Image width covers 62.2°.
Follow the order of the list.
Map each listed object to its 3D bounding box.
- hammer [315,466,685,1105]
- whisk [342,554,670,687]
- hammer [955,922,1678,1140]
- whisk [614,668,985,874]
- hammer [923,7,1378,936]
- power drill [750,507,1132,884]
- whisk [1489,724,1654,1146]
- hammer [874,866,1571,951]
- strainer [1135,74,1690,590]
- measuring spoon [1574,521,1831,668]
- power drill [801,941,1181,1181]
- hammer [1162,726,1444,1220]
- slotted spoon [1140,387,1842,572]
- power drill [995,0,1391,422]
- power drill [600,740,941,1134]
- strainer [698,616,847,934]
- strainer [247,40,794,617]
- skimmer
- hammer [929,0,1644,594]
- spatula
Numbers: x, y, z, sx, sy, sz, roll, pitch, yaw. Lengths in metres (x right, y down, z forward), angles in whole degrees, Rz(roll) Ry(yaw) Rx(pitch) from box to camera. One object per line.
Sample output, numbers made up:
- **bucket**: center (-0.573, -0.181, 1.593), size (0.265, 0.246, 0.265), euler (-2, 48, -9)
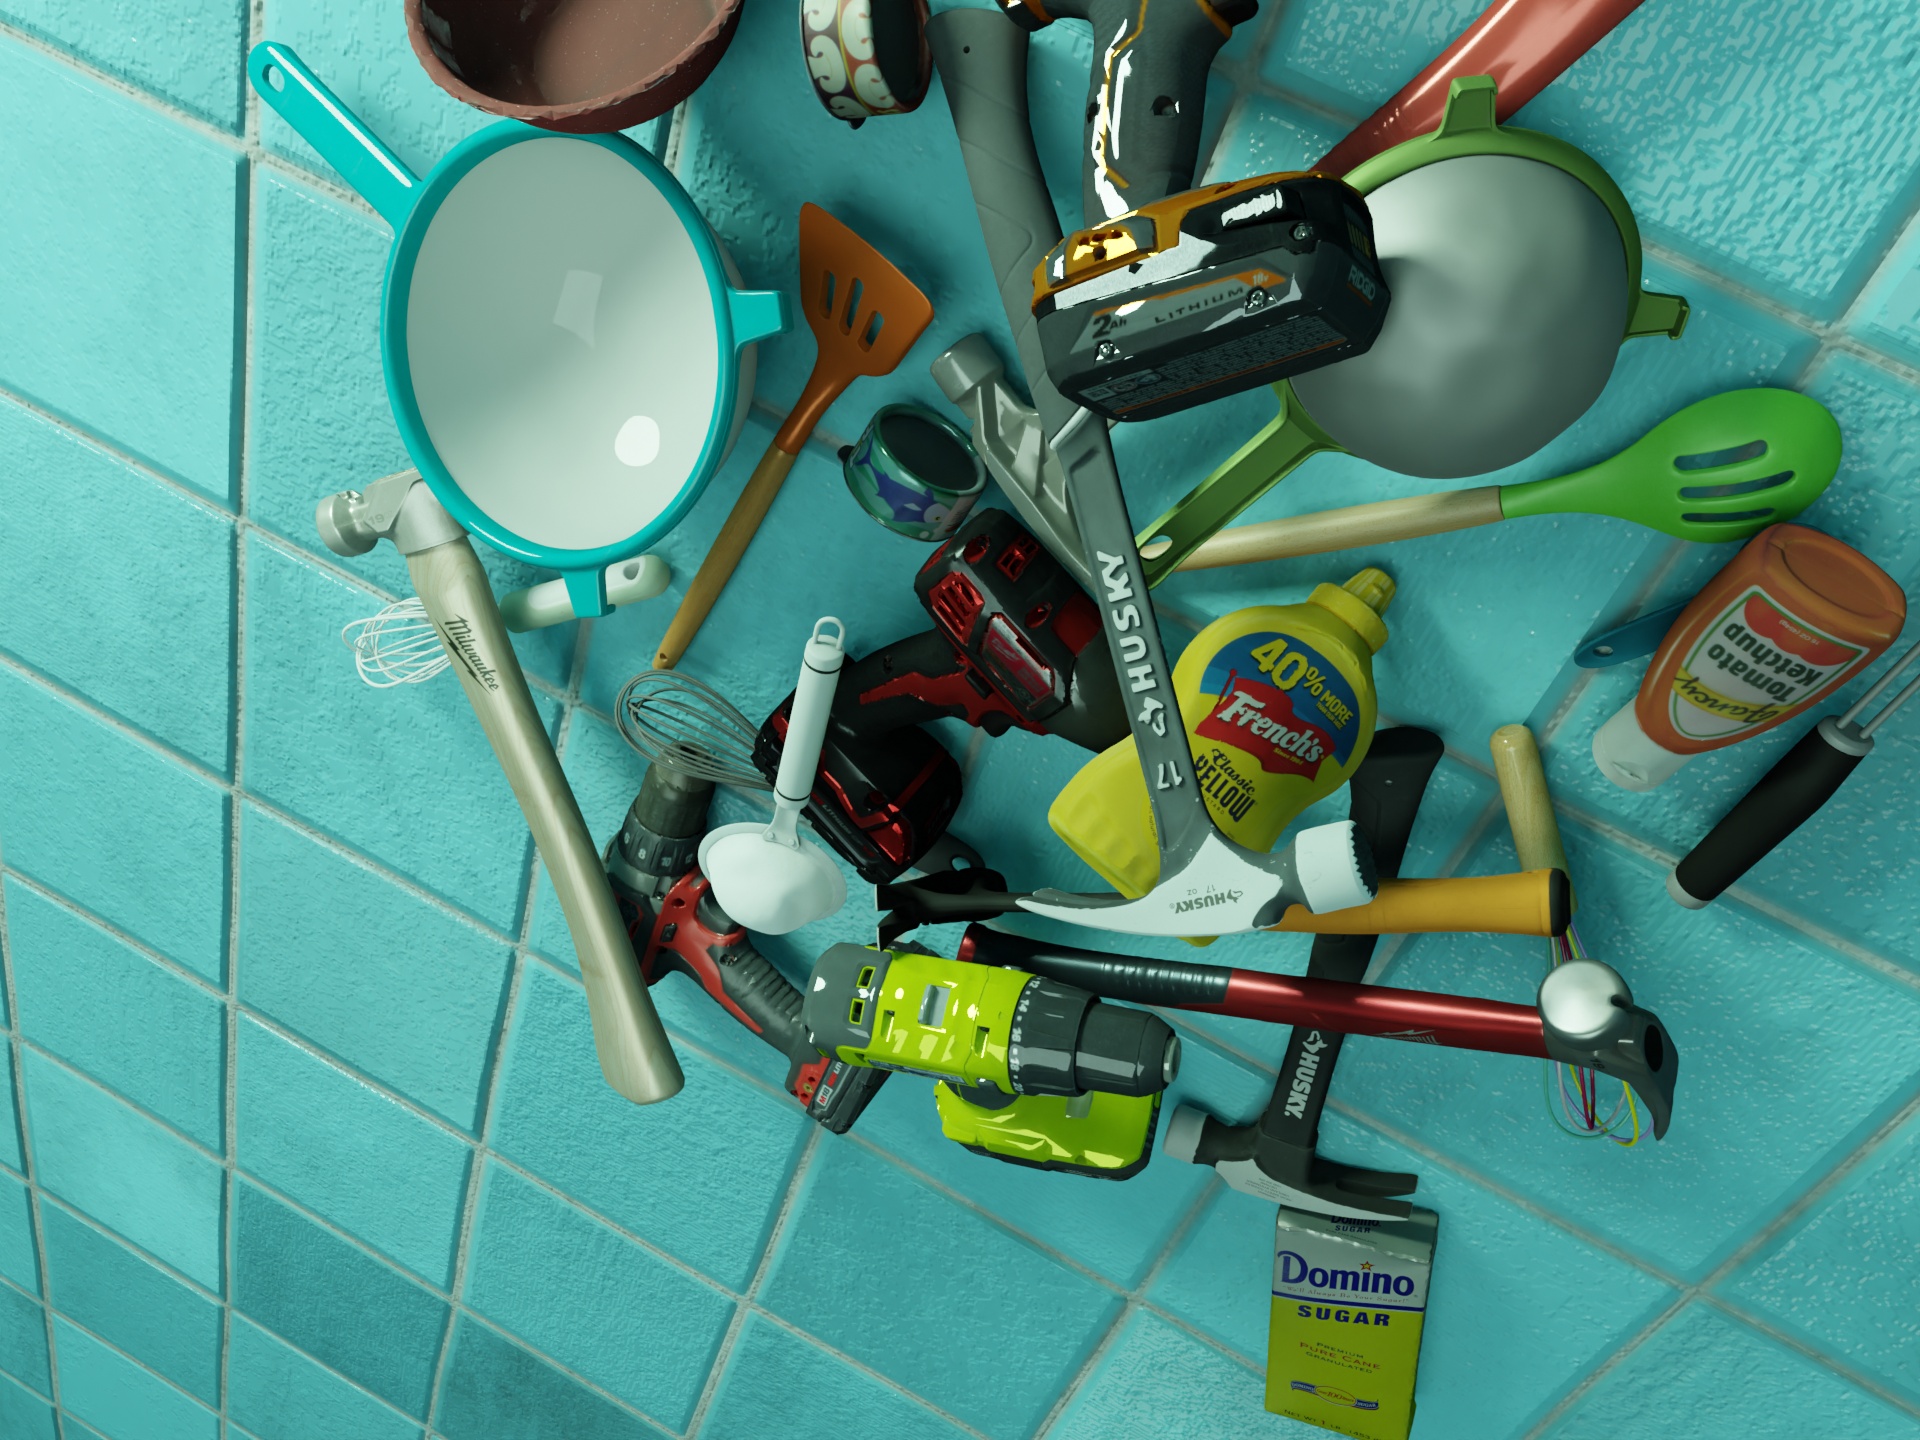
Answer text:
- **hammer**: center (-0.240, 0.045, 0.945), size (0.146, 0.038, 0.410), euler (-12, 107, 21)
- **whisk**: center (-0.276, -0.063, 0.957), size (0.246, 0.058, 0.059), euler (-11, 149, 26)
- **hammer**: center (0.162, 0.149, 0.827), size (0.386, 0.038, 0.143), euler (1, 151, 38)
- **whisk**: center (-0.092, 0.036, 0.929), size (0.239, 0.055, 0.055), euler (27, 128, -1)
- **hammer**: center (0.050, -0.106, 0.675), size (0.149, 0.036, 0.409), euler (-16, 87, 25)
- **power drill**: center (-0.001, -0.003, 0.819), size (0.143, 0.078, 0.219), euler (46, 137, -8)
- **whisk**: center (0.300, 0.113, 0.798), size (0.051, 0.047, 0.244), euler (-14, 109, 19)
- **hammer**: center (0.124, 0.092, 0.793), size (0.337, 0.127, 0.034), euler (-3, 89, 25)
- **strainer**: center (0.161, -0.118, 0.647), size (0.151, 0.069, 0.256), euler (33, 123, -28)
- **measuring spoon**: center (0.319, -0.054, 0.687), size (0.042, 0.021, 0.128), euler (31, 148, -18)
- **power drill**: center (0.039, 0.190, 0.872), size (0.190, 0.080, 0.228), euler (6, 157, 21)
- **hammer**: center (0.207, 0.146, 0.865), size (0.146, 0.035, 0.334), euler (17, 126, 16)
- **slotted spoon**: center (0.217, -0.091, 0.713), size (0.314, 0.031, 0.070), euler (-6, 126, 30)
- **power drill**: center (0.093, -0.242, 0.590), size (0.164, 0.084, 0.226), euler (-12, 79, 32)
- **power drill**: center (-0.127, 0.131, 0.991), size (0.227, 0.080, 0.187), euler (31, 123, 10)
- **strainer**: center (-0.092, 0.044, 0.836), size (0.087, 0.050, 0.258), euler (17, 131, 0)
- **strainer**: center (-0.222, -0.228, 0.803), size (0.340, 0.095, 0.211), euler (44, 117, 12)
- **skimmer**: center (0.405, -0.049, 0.649), size (0.127, 0.090, 0.363), euler (30, 139, 9)
- **hammer**: center (0.146, -0.195, 0.668), size (0.359, 0.037, 0.149), euler (-36, 94, 37)
- **spatula**: center (-0.106, -0.125, 0.837), size (0.081, 0.041, 0.322), euler (41, 130, 4)
